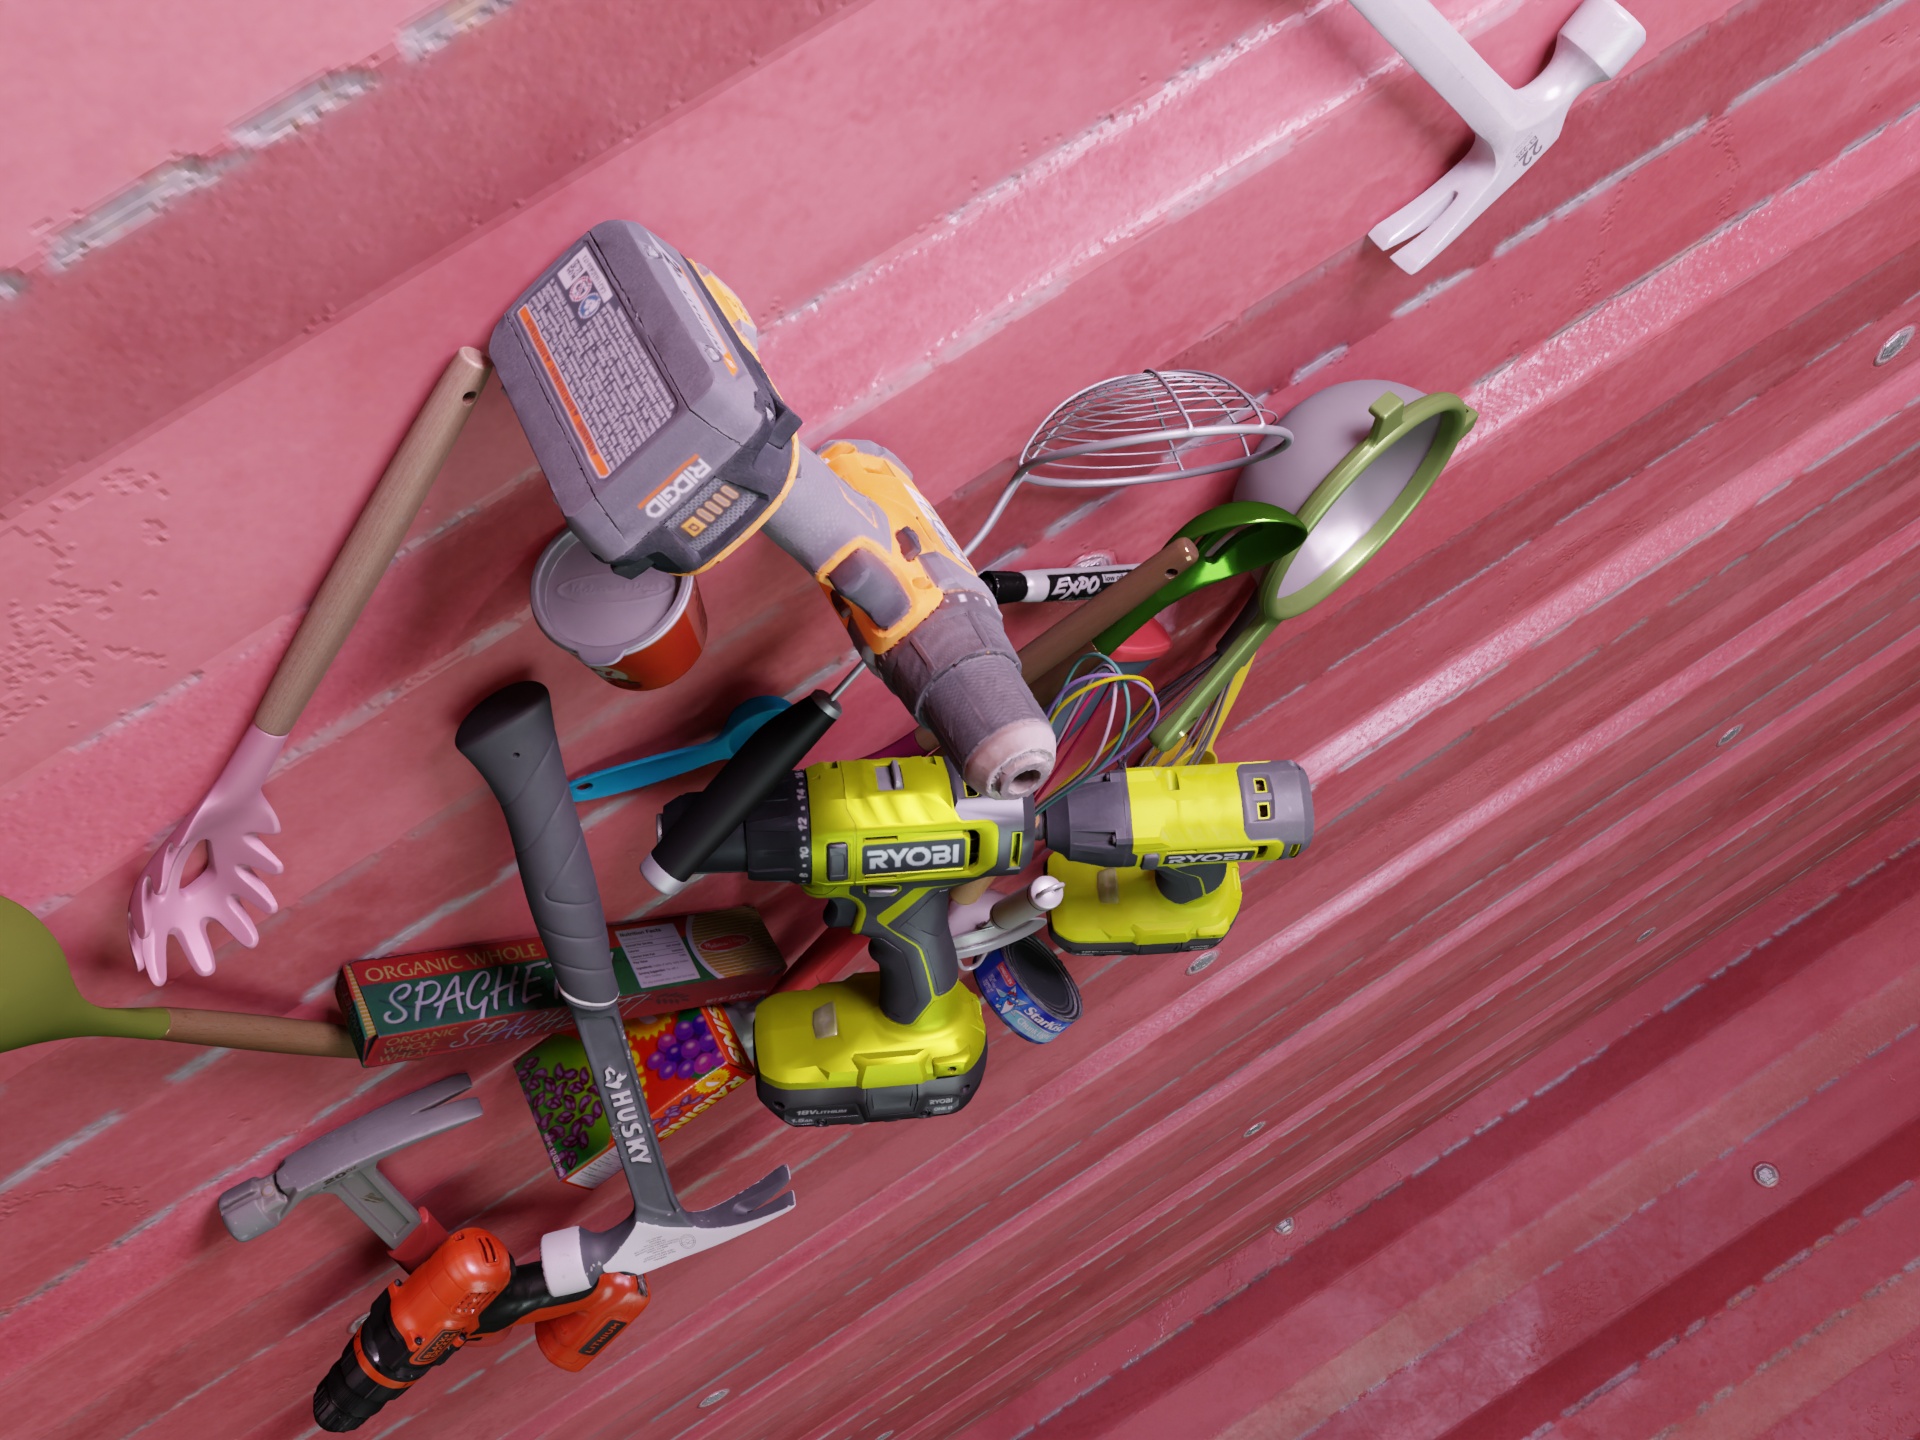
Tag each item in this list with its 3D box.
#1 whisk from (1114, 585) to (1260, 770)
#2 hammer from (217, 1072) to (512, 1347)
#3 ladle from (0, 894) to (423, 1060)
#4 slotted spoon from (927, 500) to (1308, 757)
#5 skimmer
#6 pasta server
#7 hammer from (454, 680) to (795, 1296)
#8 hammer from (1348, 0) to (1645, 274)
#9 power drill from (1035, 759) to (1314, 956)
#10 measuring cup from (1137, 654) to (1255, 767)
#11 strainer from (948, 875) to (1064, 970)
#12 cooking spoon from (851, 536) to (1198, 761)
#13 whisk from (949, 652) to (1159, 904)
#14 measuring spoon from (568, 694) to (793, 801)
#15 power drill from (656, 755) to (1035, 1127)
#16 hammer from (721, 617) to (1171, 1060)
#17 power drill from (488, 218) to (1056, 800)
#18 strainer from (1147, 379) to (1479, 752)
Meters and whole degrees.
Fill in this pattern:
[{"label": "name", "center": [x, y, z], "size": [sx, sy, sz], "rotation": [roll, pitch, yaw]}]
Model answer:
[{"label": "whisk", "center": [0.167, -0.042, 0.988], "size": [0.055, 0.055, 0.239], "rotation": [5, 128, -47]}, {"label": "hammer", "center": [-0.345, 0.344, 1.050], "size": [0.149, 0.037, 0.358], "rotation": [-25, 148, -15]}, {"label": "ladle", "center": [-0.359, 0.133, 0.745], "size": [0.078, 0.062, 0.320], "rotation": [-35, 157, 8]}, {"label": "slotted spoon", "center": [0.056, -0.028, 0.852], "size": [0.070, 0.031, 0.313], "rotation": [7, 145, -44]}, {"label": "skimmer", "center": [-0.001, -0.032, 0.754], "size": [0.363, 0.090, 0.127], "rotation": [-46, 176, 4]}, {"label": "pasta server", "center": [-0.257, -0.012, 0.627], "size": [0.316, 0.040, 0.060], "rotation": [-51, 158, 25]}, {"label": "hammer", "center": [-0.182, 0.152, 0.818], "size": [0.149, 0.036, 0.408], "rotation": [-12, 128, -10]}, {"label": "hammer", "center": [0.141, -0.293, 0.612], "size": [0.405, 0.035, 0.144], "rotation": [9, 129, -50]}, {"label": "power drill", "center": [0.119, 0.087, 1.022], "size": [0.171, 0.080, 0.223], "rotation": [-3, 158, -1]}, {"label": "measuring cup", "center": [0.160, -0.006, 1.059], "size": [0.062, 0.029, 0.156], "rotation": [-6, 128, -41]}, {"label": "strainer", "center": [0.027, 0.119, 0.988], "size": [0.087, 0.050, 0.258], "rotation": [-12, 169, -15]}, {"label": "cooking spoon", "center": [-0.001, -0.003, 0.831], "size": [0.068, 0.017, 0.319], "rotation": [34, 127, -30]}, {"label": "whisk", "center": [0.039, 0.040, 0.883], "size": [0.047, 0.051, 0.244], "rotation": [-32, 164, -37]}, {"label": "measuring spoon", "center": [-0.142, 0.013, 0.800], "size": [0.128, 0.021, 0.042], "rotation": [-17, 147, -10]}, {"label": "power drill", "center": [-0.063, 0.117, 0.867], "size": [0.190, 0.080, 0.228], "rotation": [-3, 127, -8]}, {"label": "hammer", "center": [-0.008, 0.078, 0.989], "size": [0.386, 0.038, 0.143], "rotation": [-46, 155, 17]}, {"label": "power drill", "center": [-0.055, -0.066, 0.604], "size": [0.084, 0.186, 0.226], "rotation": [-40, 146, 13]}, {"label": "strainer", "center": [0.168, -0.093, 0.881], "size": [0.151, 0.069, 0.256], "rotation": [-13, 144, -56]}]
